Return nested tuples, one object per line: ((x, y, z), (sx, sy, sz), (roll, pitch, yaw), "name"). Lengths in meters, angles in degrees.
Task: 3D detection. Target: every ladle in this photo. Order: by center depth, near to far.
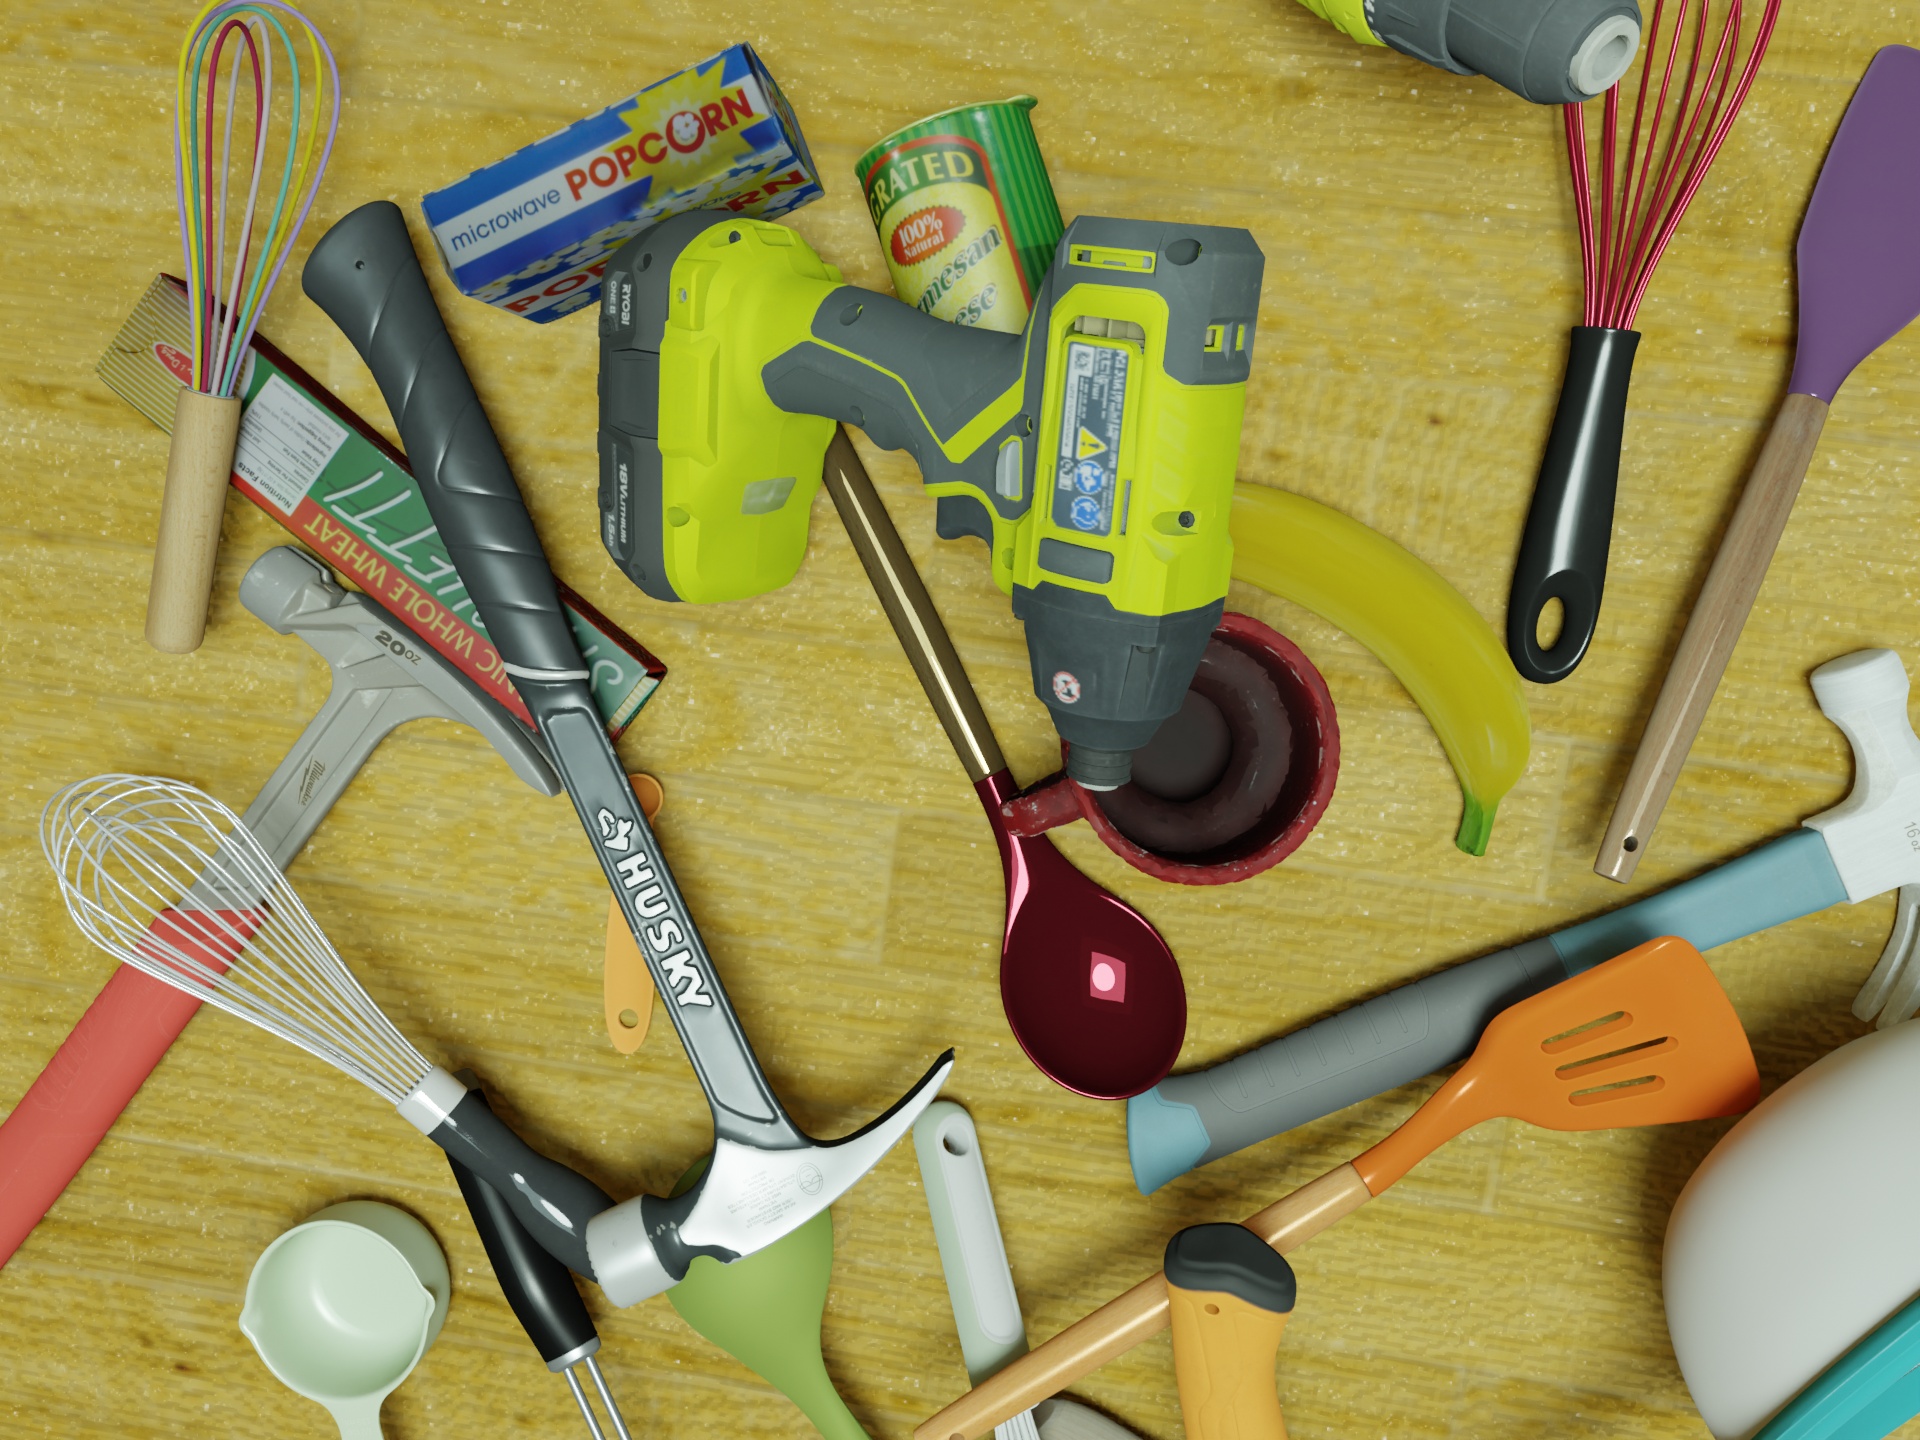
((-0.001, -0.002, 0.610), (0.069, 0.031, 0.315), (-26, 90, -10), "ladle")
((-0.019, 0.309, 0.638), (0.078, 0.062, 0.320), (-29, 99, 23), "ladle")

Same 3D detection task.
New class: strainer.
((0.265, 0.204, 0.543), (0.340, 0.210, 0.095), (-39, 52, 7), "strainer")

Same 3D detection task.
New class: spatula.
((0.124, 0.180, 0.562), (0.322, 0.041, 0.081), (-32, 109, 1), "spatula")
((0.293, -0.089, 0.564), (0.060, 0.018, 0.316), (23, 90, 3), "spatula")

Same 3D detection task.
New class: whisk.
((0.233, -0.157, 0.561), (0.073, 0.073, 0.295), (8, 102, 5), "whisk")
((-0.277, -0.143, 0.585), (0.051, 0.047, 0.245), (16, 103, 4), "whisk")
((0.021, 0.265, 0.595), (0.057, 0.059, 0.246), (-5, 71, -32), "whisk")
((-0.224, 0.121, 0.601), (0.070, 0.070, 0.284), (-45, 101, 8), "whisk")

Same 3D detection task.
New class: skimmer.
((-0.123, 0.308, 0.649), (0.127, 0.090, 0.363), (-28, 82, 2), "skimmer")

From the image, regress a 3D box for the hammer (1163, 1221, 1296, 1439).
((0.106, 0.331, 0.577), (0.127, 0.034, 0.336), (-5, 108, 18), "hammer")

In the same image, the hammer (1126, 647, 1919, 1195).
((0.212, 0.097, 0.596), (0.331, 0.033, 0.128), (-24, 91, 7), "hammer")

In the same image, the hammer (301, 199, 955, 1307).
((-0.140, -0.002, 0.586), (0.149, 0.036, 0.409), (-24, 88, -2), "hammer")

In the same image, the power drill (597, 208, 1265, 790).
((-0.016, -0.081, 0.524), (0.223, 0.080, 0.171), (17, 112, 34), "power drill")

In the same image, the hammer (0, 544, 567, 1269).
((-0.317, 0.112, 0.647), (0.149, 0.037, 0.359), (38, 97, 1), "hammer")

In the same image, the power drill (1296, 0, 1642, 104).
((0.201, -0.305, 0.504), (0.228, 0.080, 0.191), (-40, 55, 5), "power drill")

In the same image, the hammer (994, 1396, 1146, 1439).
((0.205, 0.365, 0.619), (0.410, 0.038, 0.146), (17, 98, 4), "hammer")

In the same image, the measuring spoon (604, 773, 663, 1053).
((-0.131, 0.078, 0.640), (0.021, 0.011, 0.117), (5, 99, 4), "measuring spoon")

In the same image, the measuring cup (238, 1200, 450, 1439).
((-0.239, 0.278, 0.654), (0.083, 0.038, 0.167), (-9, 96, 6), "measuring cup")
